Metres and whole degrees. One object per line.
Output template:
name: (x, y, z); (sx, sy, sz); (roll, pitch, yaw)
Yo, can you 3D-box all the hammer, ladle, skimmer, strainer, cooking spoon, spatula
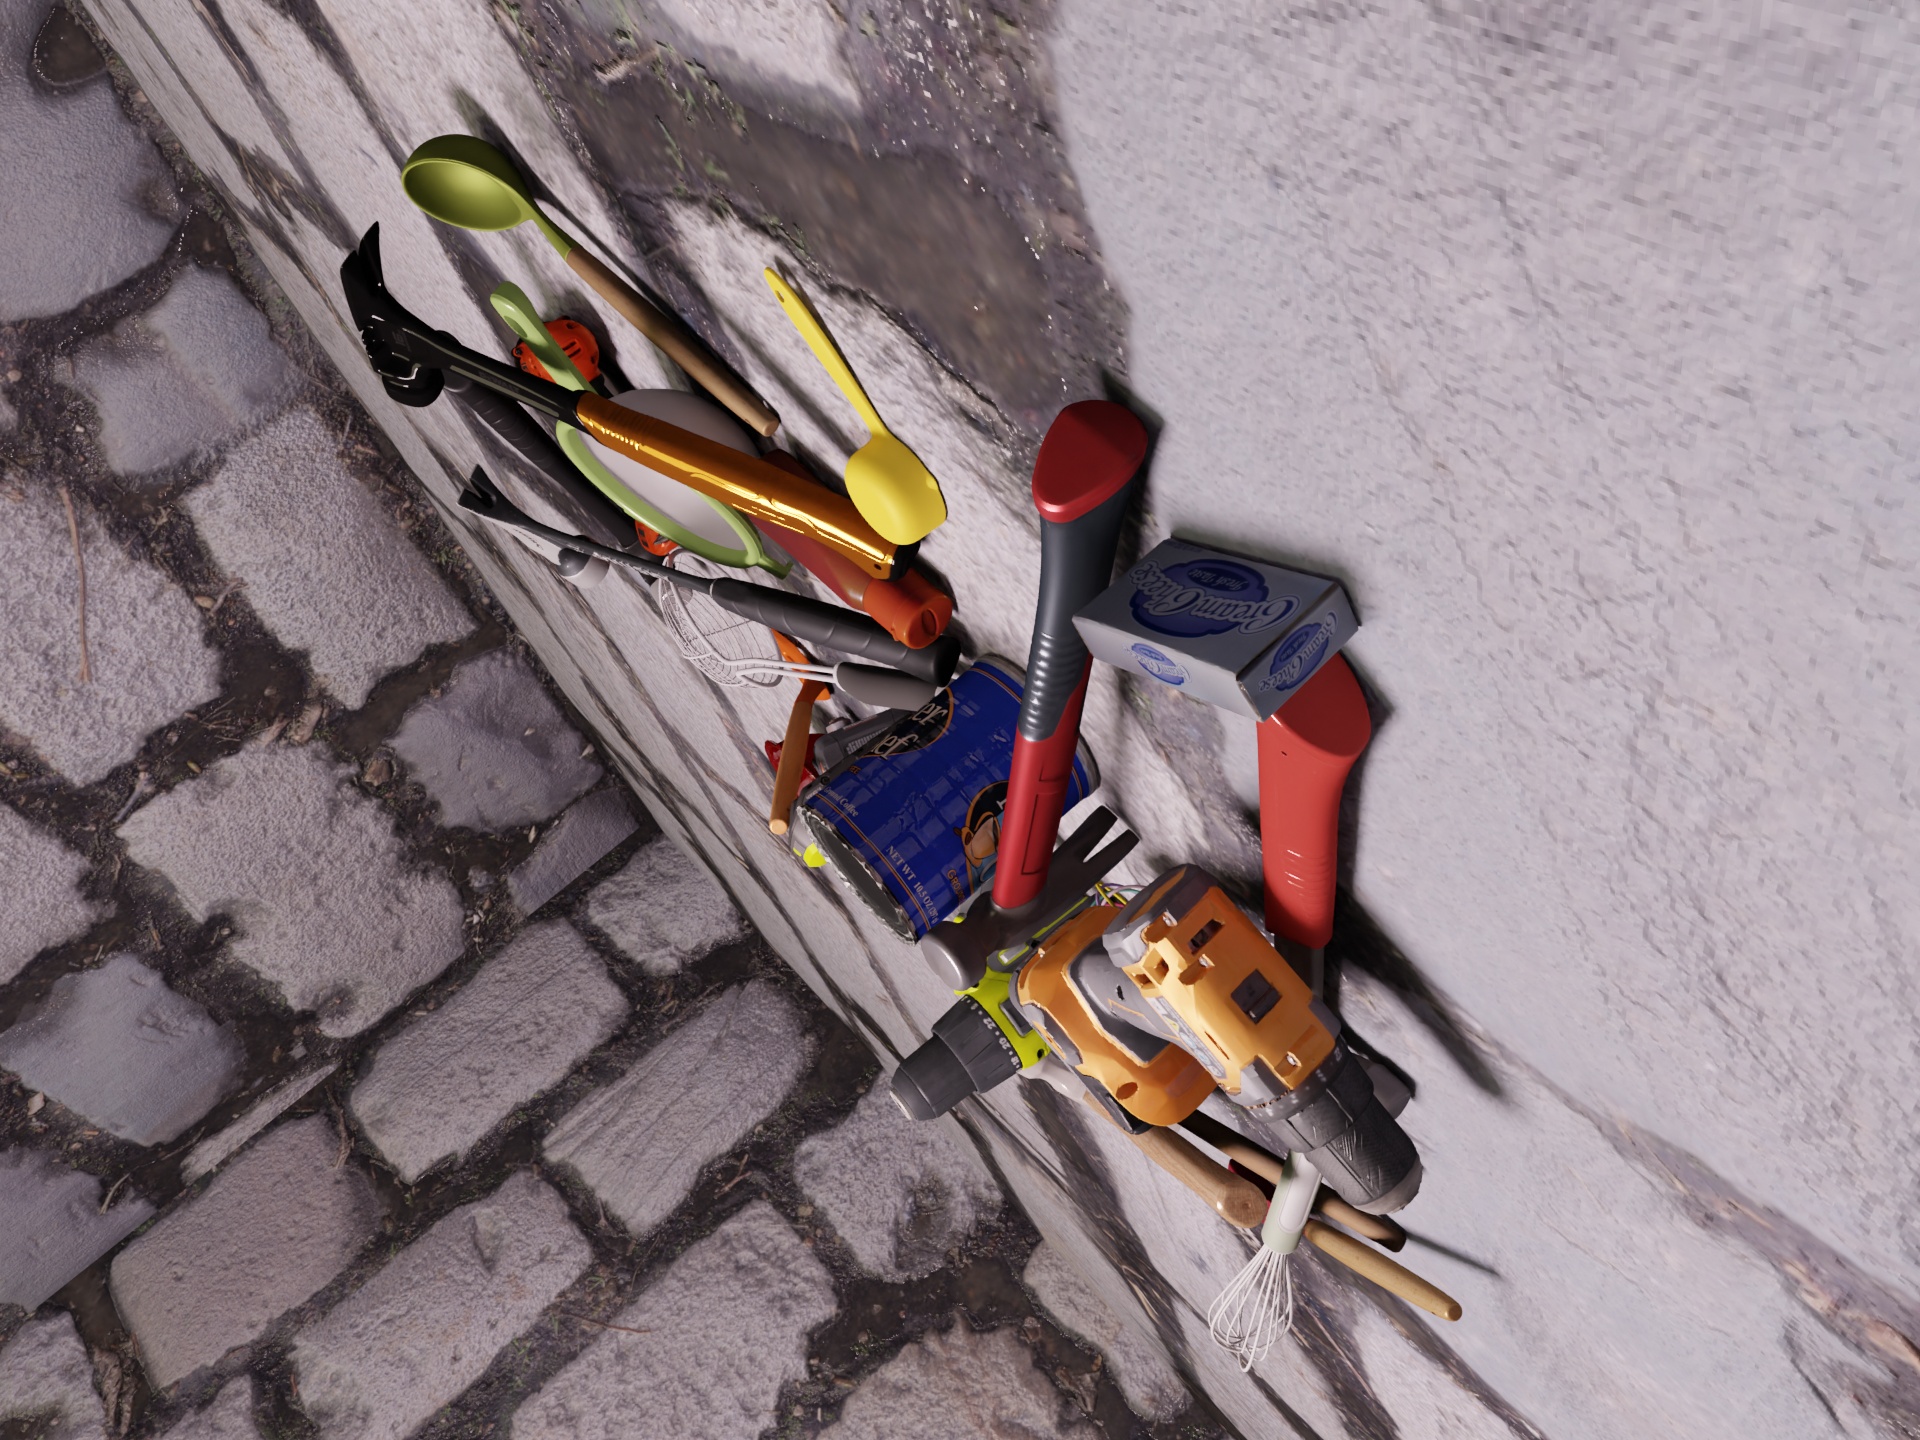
hammer: (-0.178, -0.160, 0.869); (0.337, 0.034, 0.127); (24, 156, 5)
ladle: (-0.230, -0.265, 0.984); (0.320, 0.062, 0.078); (42, 175, 19)
skimmer: (-0.099, -0.060, 1.103); (0.363, 0.090, 0.127); (11, 154, 51)
strainer: (-0.193, -0.191, 0.967); (0.152, 0.069, 0.256); (23, 162, 31)
hammer: (-0.165, -0.089, 1.034); (0.409, 0.036, 0.149); (19, 170, 34)
cooking spoon: (0.166, 0.281, 1.107); (0.319, 0.017, 0.068); (24, 162, 38)
hammer: (0.148, 0.075, 0.730); (0.149, 0.037, 0.358); (41, 163, 31)
hammer: (0.138, 0.298, 1.136); (0.130, 0.031, 0.331); (31, 173, -12)
ladle: (0.248, 0.346, 1.057); (0.069, 0.031, 0.315); (37, 170, -8)
spatula: (-0.129, 0.007, 1.204); (0.081, 0.041, 0.323); (57, -167, -21)
hammer: (0.052, -0.005, 0.743); (0.038, 0.143, 0.386); (43, 152, 23)
hammer: (-0.320, -0.206, 1.253); (0.146, 0.035, 0.334); (55, -178, 25)

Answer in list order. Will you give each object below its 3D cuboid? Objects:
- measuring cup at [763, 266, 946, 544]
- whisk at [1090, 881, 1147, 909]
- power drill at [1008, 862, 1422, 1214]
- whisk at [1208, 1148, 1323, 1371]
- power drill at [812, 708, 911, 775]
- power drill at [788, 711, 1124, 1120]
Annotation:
measuring cup: (-0.061, -0.154, 0.799); (0.156, 0.029, 0.062); (55, 165, -24)
whisk: (0.166, 0.181, 0.927); (0.245, 0.051, 0.047); (44, 158, 13)
power drill: (0.125, 0.167, 0.810); (0.185, 0.084, 0.226); (49, 161, 0)
whisk: (0.209, 0.348, 1.051); (0.059, 0.058, 0.246); (-81, -2, -53)
power drill: (-0.063, 0.059, 1.206); (0.226, 0.084, 0.164); (114, 133, -78)
power drill: (-0.011, 0.124, 1.029); (0.228, 0.190, 0.080); (53, 166, 7)
